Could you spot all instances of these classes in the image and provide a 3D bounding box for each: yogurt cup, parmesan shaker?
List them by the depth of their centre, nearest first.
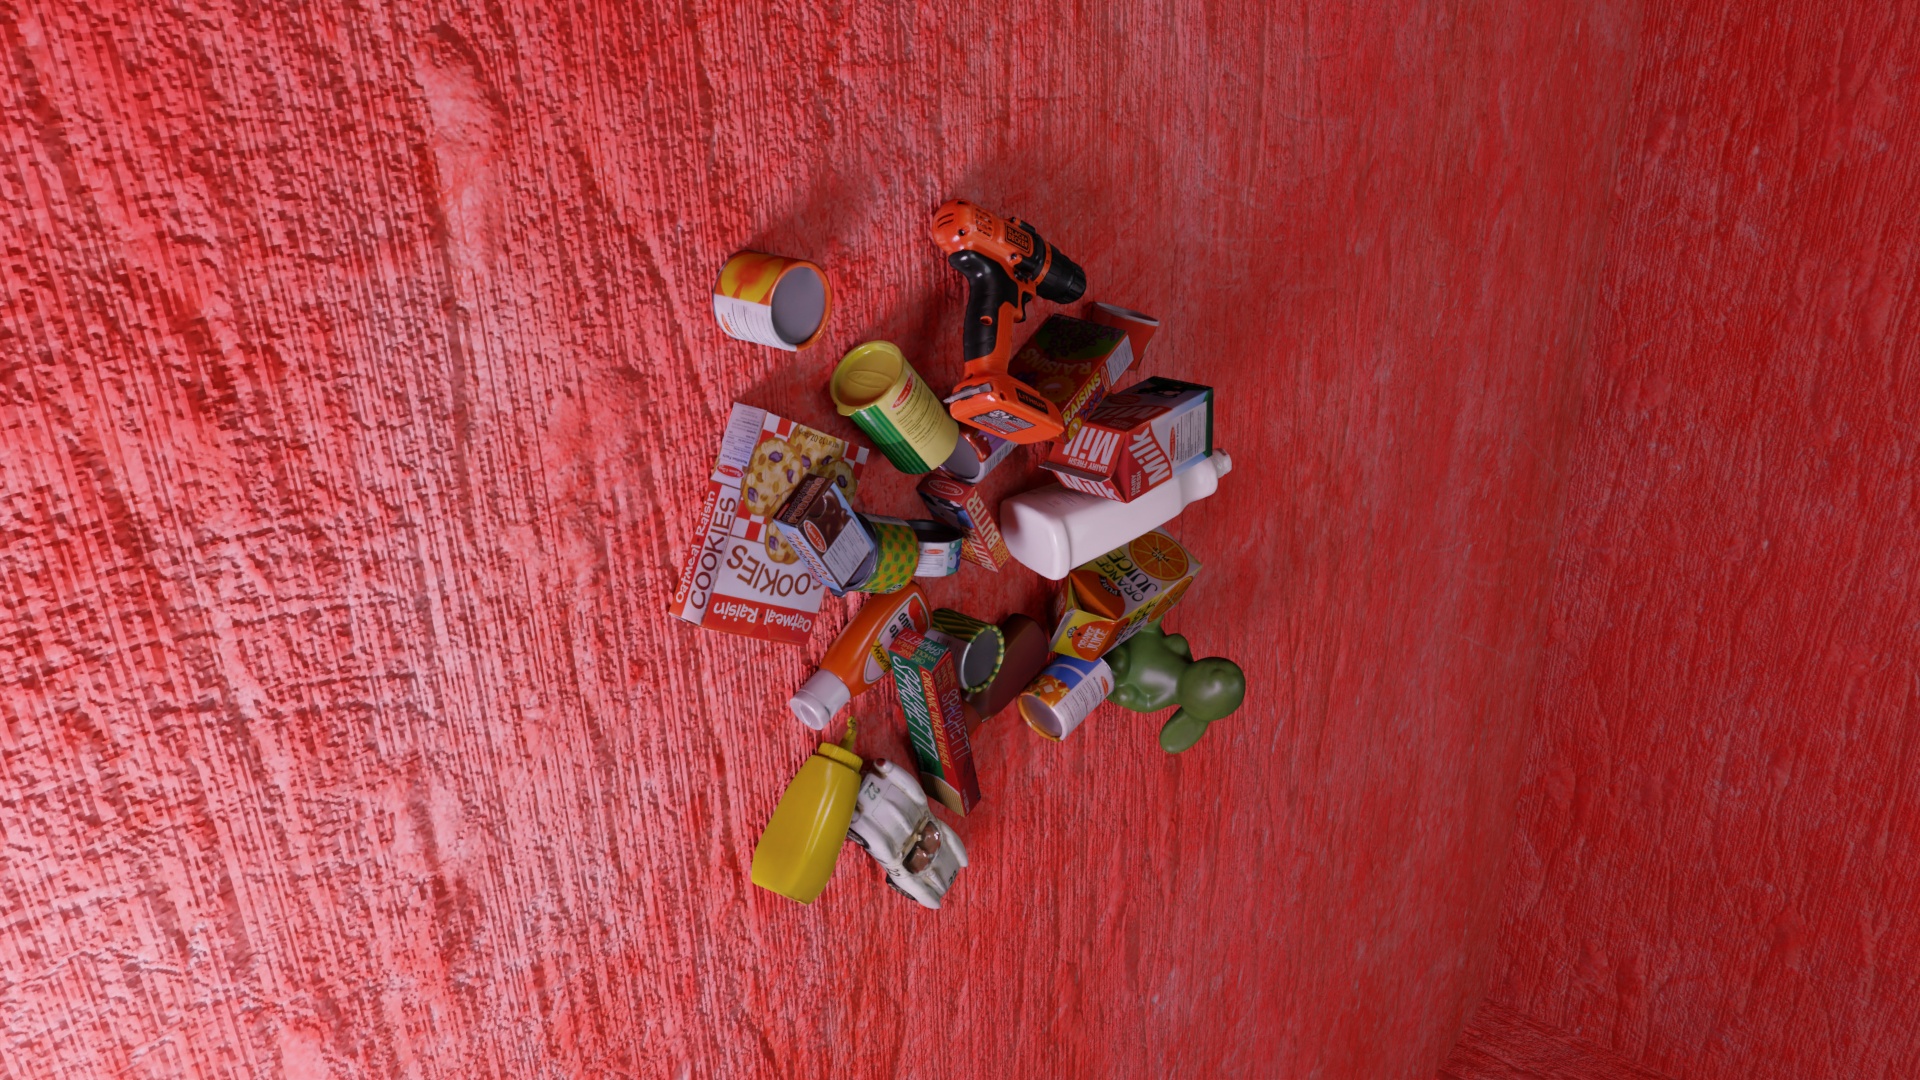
[{"bbox_3d":[-0.054,-0.104,1.127,0.071,0.071,0.102,-61,143,-16],"label":"parmesan shaker"},{"bbox_3d":[0.156,-0.200,1.368,0.072,0.072,0.053,-4,115,-52],"label":"yogurt cup"}]

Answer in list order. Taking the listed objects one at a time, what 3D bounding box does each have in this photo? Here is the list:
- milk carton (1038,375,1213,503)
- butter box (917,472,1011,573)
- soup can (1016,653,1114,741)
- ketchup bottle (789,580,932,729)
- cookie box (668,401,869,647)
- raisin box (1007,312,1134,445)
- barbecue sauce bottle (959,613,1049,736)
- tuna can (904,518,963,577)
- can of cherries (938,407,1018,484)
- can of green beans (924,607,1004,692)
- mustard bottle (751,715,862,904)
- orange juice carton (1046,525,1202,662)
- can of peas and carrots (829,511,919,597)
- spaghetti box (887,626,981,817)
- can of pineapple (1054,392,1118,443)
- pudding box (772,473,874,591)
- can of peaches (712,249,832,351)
[{"bbox_3d":[0.158,-0.091,1.306,0.191,0.072,0.073,-28,124,-43],"label":"milk carton"},{"bbox_3d":[0.004,-0.016,1.250,0.024,0.053,0.103,-53,140,-22],"label":"butter box"},{"bbox_3d":[0.107,0.158,1.444,0.084,0.071,0.071,-39,133,-31],"label":"soup can"},{"bbox_3d":[-0.085,0.098,1.187,0.149,0.043,0.064,-46,140,-31],"label":"ketchup bottle"},{"bbox_3d":[-0.144,-0.008,1.068,0.123,0.040,0.167,18,89,-54],"label":"cookie box"},{"bbox_3d":[0.091,-0.150,1.282,0.124,0.086,0.040,-51,143,-27],"label":"raisin box"},{"bbox_3d":[0.028,0.141,1.352,0.149,0.044,0.064,-47,136,-30],"label":"barbecue sauce bottle"},{"bbox_3d":[-0.032,0.006,1.203,0.071,0.071,0.032,-13,115,-50],"label":"tuna can"},{"bbox_3d":[0.009,-0.093,1.218,0.059,0.071,0.071,-45,136,-31],"label":"can of cherries"},{"bbox_3d":[-0.001,0.101,1.286,0.071,0.058,0.071,-25,123,-46],"label":"can of green beans"},{"bbox_3d":[-0.119,0.224,1.177,0.048,0.065,0.160,43,65,-47],"label":"mustard bottle"},{"bbox_3d":[0.159,0.059,1.443,0.193,0.073,0.071,-28,155,-40],"label":"orange juice carton"},{"bbox_3d":[-0.076,0.013,1.144,0.059,0.071,0.071,7,98,-54],"label":"can of peas and carrots"},{"bbox_3d":[-0.021,0.169,1.254,0.029,0.050,0.248,-49,149,-29],"label":"spaghetti box"},{"bbox_3d":[0.128,-0.116,1.368,0.071,0.058,0.070,-24,122,-46],"label":"can of pineapple"},{"bbox_3d":[-0.103,-0.006,1.063,0.050,0.030,0.083,-55,140,-23],"label":"pudding box"},{"bbox_3d":[-0.133,-0.175,1.001,0.071,0.058,0.071,-25,123,-45],"label":"can of peaches"}]
